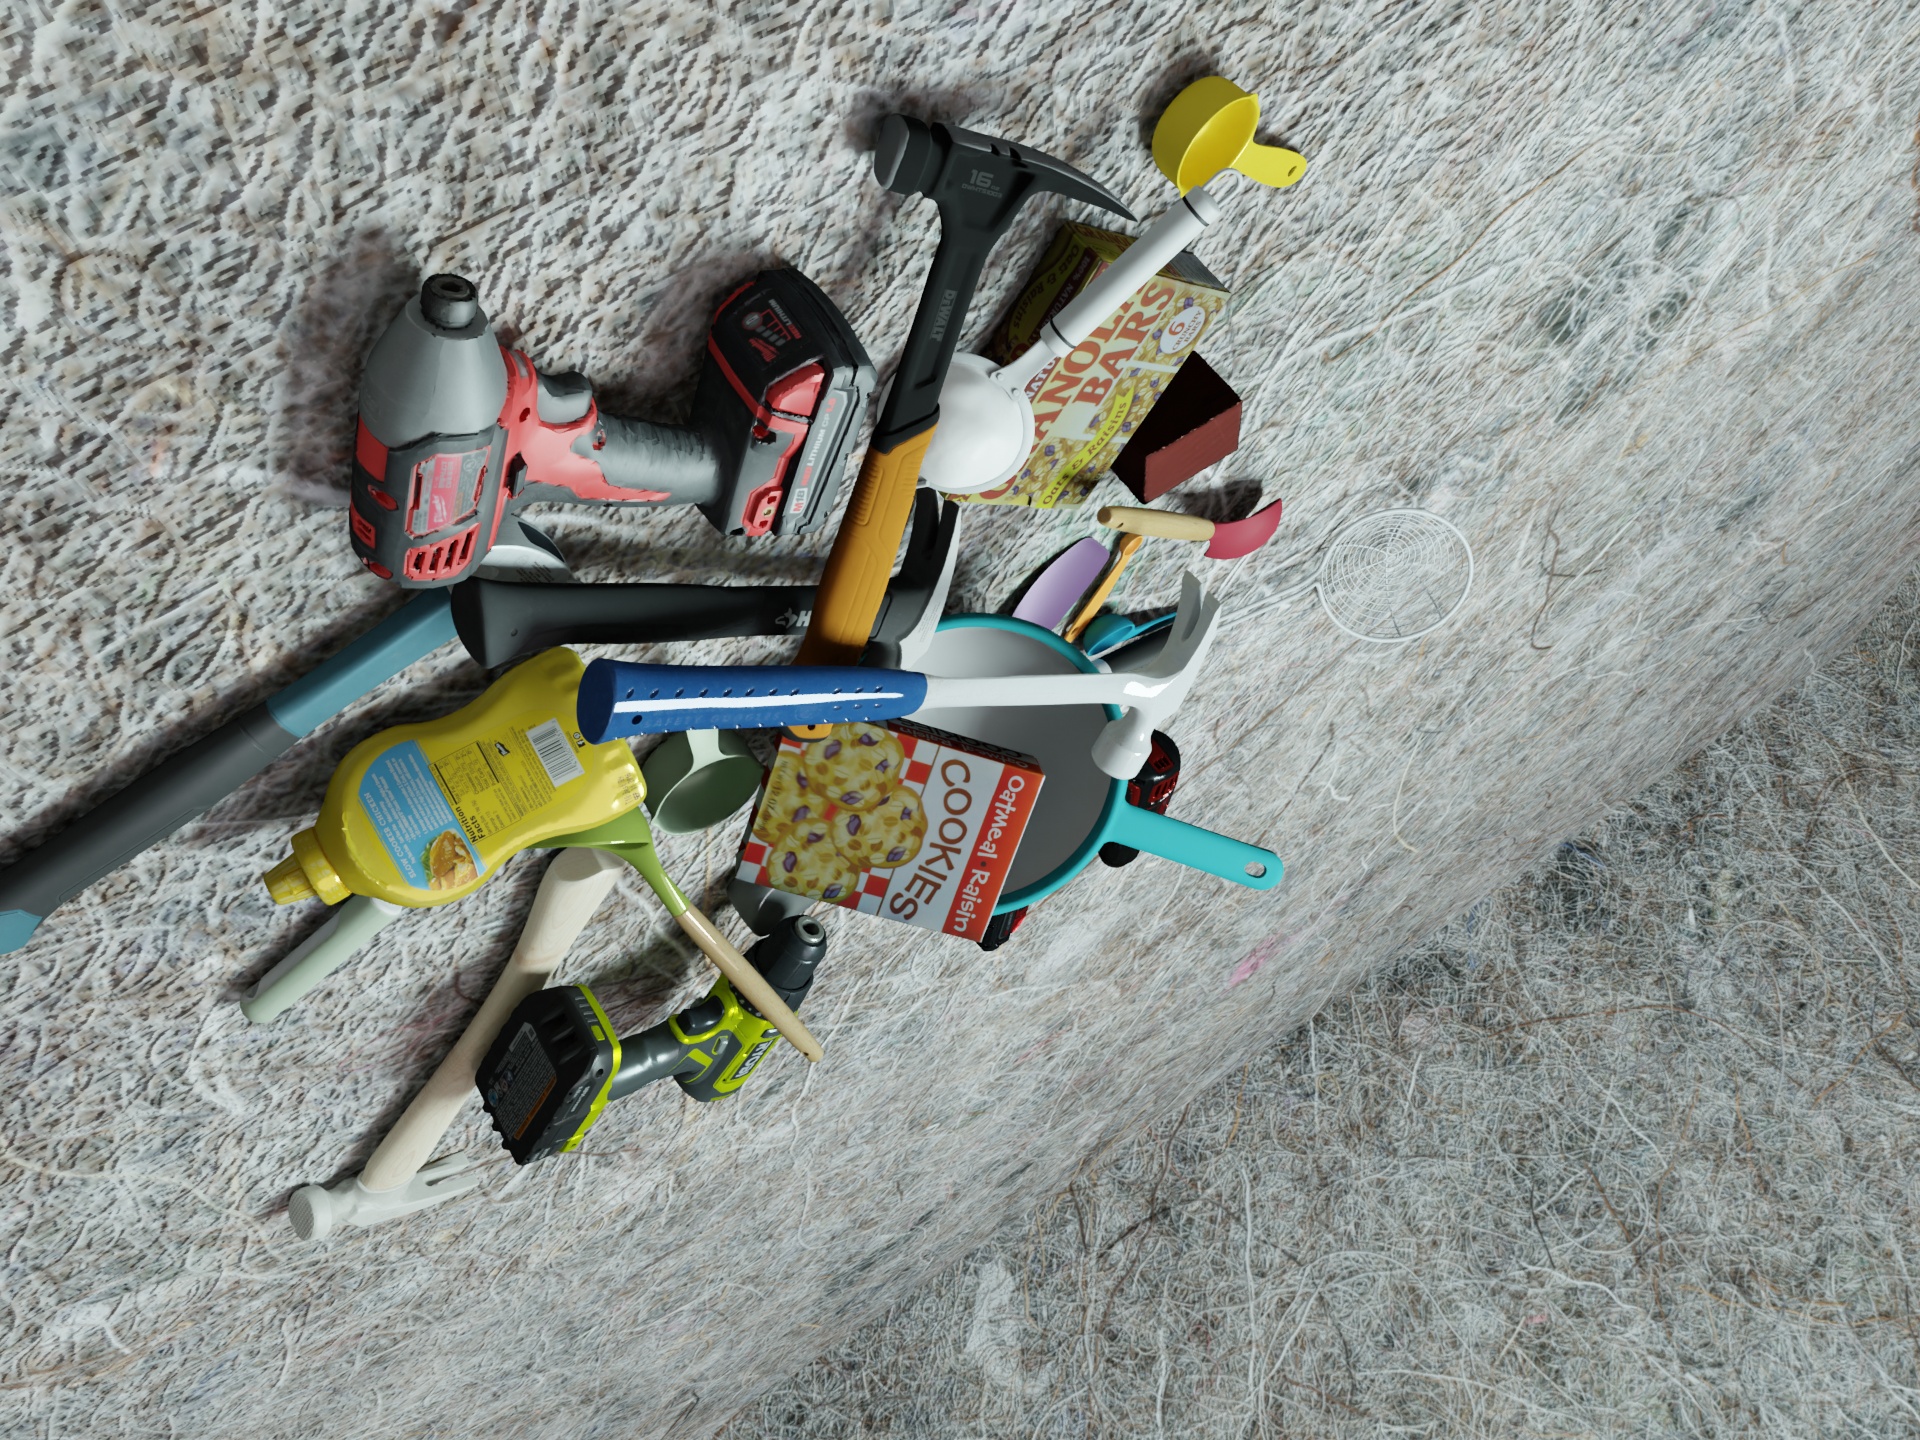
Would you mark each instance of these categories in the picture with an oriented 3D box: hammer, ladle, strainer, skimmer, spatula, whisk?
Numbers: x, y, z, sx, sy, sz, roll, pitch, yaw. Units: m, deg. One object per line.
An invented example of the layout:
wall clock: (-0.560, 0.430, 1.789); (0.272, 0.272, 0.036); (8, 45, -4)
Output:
hammer: (-0.333, 0.228, 1.125); (0.146, 0.038, 0.410); (-3, 138, -51)
hammer: (-0.014, -0.020, 0.868); (0.405, 0.035, 0.144); (-2, 132, -41)
hammer: (-0.028, -0.127, 0.809); (0.127, 0.034, 0.336); (6, 124, -27)
hammer: (-0.122, -0.063, 0.848); (0.334, 0.035, 0.146); (-6, 126, -52)
ladle: (0.157, -0.131, 1.072); (0.069, 0.031, 0.315); (-37, 167, 25)
strainer: (0.060, 0.040, 1.092); (0.340, 0.095, 0.211); (19, 104, -14)
hammer: (-0.334, 0.008, 0.762); (0.331, 0.033, 0.128); (-35, 155, -4)
ladle: (-0.172, 0.146, 1.031); (0.078, 0.062, 0.319); (-5, 137, 29)
skimmer: (0.262, -0.080, 1.274); (0.363, 0.090, 0.127); (-22, 129, -31)
spatula: (-0.002, -0.004, 1.136); (0.316, 0.018, 0.059); (-52, 149, 10)
whisk: (-0.326, 0.097, 0.915); (0.246, 0.058, 0.059); (-39, 120, 11)
strainer: (0.044, -0.193, 0.826); (0.086, 0.050, 0.258); (40, 117, -22)

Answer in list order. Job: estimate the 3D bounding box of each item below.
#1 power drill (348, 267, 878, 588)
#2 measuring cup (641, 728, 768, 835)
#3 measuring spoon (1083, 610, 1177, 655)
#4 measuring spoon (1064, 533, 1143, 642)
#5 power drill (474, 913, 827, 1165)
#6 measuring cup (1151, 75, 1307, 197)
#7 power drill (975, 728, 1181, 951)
power drill: (-0.155, -0.136, 0.704); (0.219, 0.079, 0.143); (-14, 145, -34)
measuring cup: (-0.164, 0.009, 0.972); (0.083, 0.038, 0.167); (-26, 150, -21)
measuring spoon: (0.135, -0.077, 1.229); (0.128, 0.021, 0.042); (-20, 164, -49)
measuring spoon: (0.100, -0.096, 1.160); (0.021, 0.011, 0.116); (-25, 157, -42)
power drill: (-0.209, 0.220, 1.135); (0.228, 0.080, 0.190); (-9, 144, -47)
measuring cup: (0.149, -0.310, 0.857); (0.062, 0.029, 0.156); (-52, 162, 28)
power drill: (0.091, 0.113, 1.420); (0.226, 0.080, 0.187); (-29, 153, -23)
